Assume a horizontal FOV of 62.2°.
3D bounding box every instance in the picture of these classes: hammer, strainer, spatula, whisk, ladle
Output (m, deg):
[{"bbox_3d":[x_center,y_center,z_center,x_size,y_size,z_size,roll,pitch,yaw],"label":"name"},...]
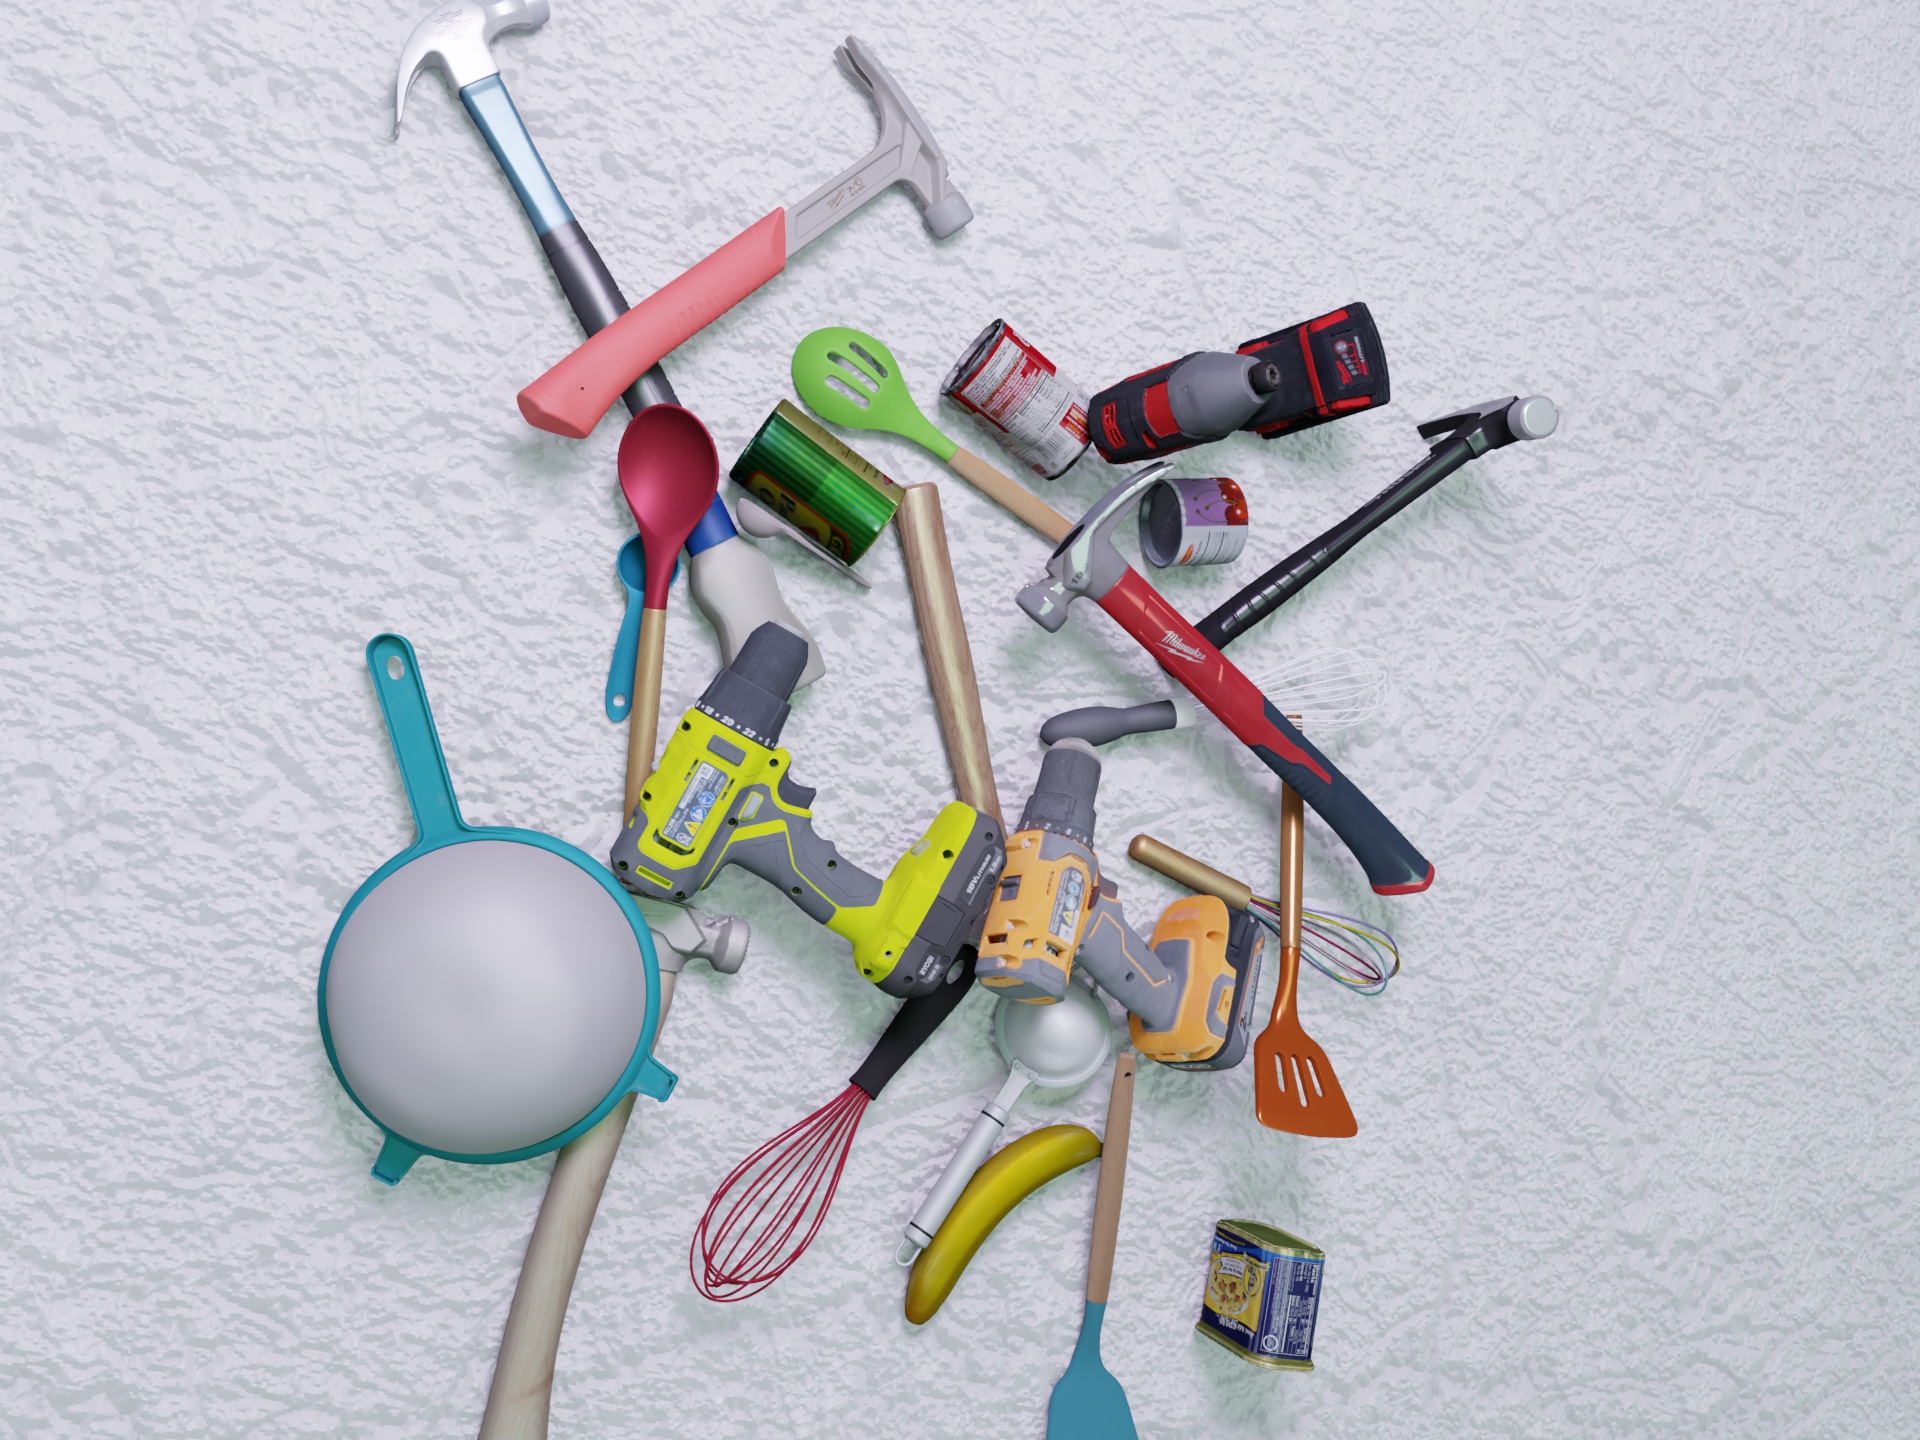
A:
[{"bbox_3d":[0.288,-0.139,1.212,0.335,0.146,0.035,-37,101,-6],"label":"hammer"},{"bbox_3d":[-0.309,0.109,0.958,0.211,0.095,0.340,-16,91,-5],"label":"strainer"},{"bbox_3d":[0.222,-0.013,1.150,0.386,0.038,0.143,42,92,-17],"label":"hammer"},{"bbox_3d":[-0.151,-0.309,1.054,0.359,0.037,0.149,-43,106,-24],"label":"hammer"},{"bbox_3d":[0.250,0.144,1.178,0.081,0.041,0.323,11,69,-16],"label":"spatula"},{"bbox_3d":[0.107,0.398,1.148,0.082,0.044,0.317,4,95,-18],"label":"spatula"},{"bbox_3d":[0.232,0.149,1.215,0.245,0.047,0.051,27,68,-14],"label":"whisk"},{"bbox_3d":[-0.202,-0.047,1.041,0.069,0.031,0.315,8,96,9],"label":"ladle"},{"bbox_3d":[-0.261,0.311,1.026,0.146,0.038,0.411,17,83,-18],"label":"hammer"},{"bbox_3d":[-0.002,-0.004,1.132,0.130,0.031,0.331,-14,93,-21],"label":"hammer"},{"bbox_3d":[-0.255,-0.309,1.041,0.128,0.033,0.331,-31,100,-19],"label":"hammer"},{"bbox_3d":[0.195,-0.010,1.192,0.284,0.070,0.070,-9,92,-13],"label":"whisk"},{"bbox_3d":[0.031,0.272,1.122,0.087,0.050,0.258,33,73,7],"label":"strainer"},{"bbox_3d":[-0.079,0.268,1.087,0.073,0.073,0.296,46,68,-14],"label":"whisk"}]

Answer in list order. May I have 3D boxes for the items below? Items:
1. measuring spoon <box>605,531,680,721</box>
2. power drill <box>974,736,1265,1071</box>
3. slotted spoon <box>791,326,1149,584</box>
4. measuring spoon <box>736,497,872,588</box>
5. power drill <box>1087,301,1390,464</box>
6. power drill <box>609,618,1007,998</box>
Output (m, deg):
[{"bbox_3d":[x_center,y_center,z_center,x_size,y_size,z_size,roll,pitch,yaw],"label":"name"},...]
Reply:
[{"bbox_3d":[-0.218,-0.062,1.063,0.042,0.021,0.128,12,94,-14],"label":"measuring spoon"},{"bbox_3d":[0.116,0.133,1.118,0.226,0.084,0.185,32,60,-33],"label":"power drill"},{"bbox_3d":[0.016,-0.179,1.146,0.313,0.031,0.070,33,78,-18],"label":"slotted spoon"},{"bbox_3d":[-0.107,-0.114,1.083,0.124,0.034,0.018,31,100,-41],"label":"measuring spoon"},{"bbox_3d":[0.206,-0.236,1.126,0.219,0.143,0.078,-22,98,-43],"label":"power drill"},{"bbox_3d":[-0.089,0.062,1.042,0.228,0.080,0.190,30,87,-12],"label":"power drill"}]
